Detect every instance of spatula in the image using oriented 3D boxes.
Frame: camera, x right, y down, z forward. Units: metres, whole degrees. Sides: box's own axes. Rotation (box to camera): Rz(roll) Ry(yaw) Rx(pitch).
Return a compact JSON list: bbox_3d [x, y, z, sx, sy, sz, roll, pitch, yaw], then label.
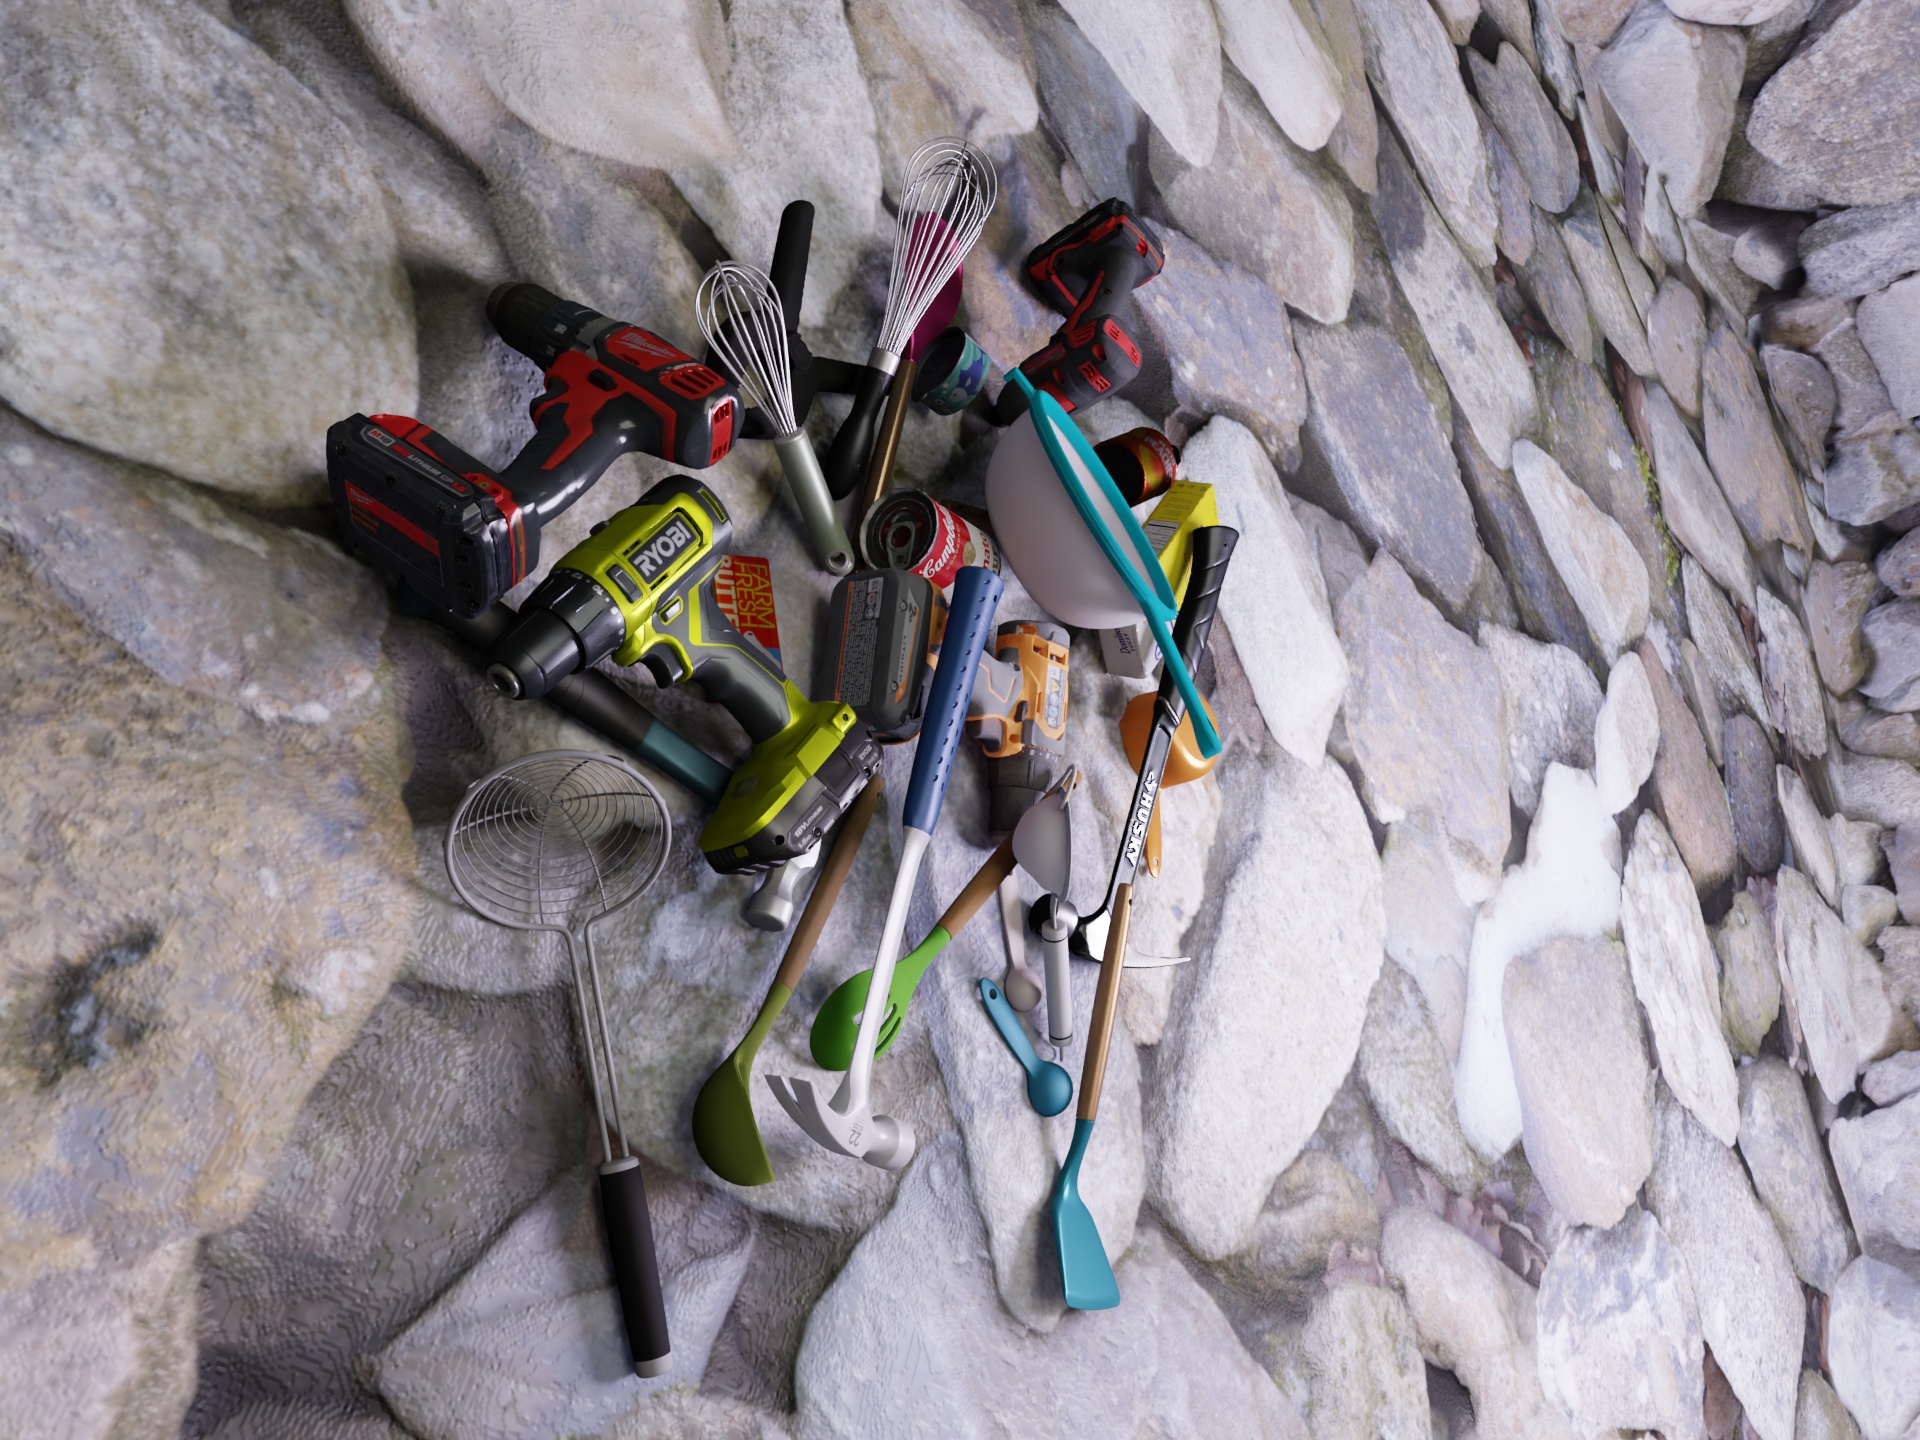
[{"bbox_3d":[0.097,-0.146,1.391,0.315,0.018,0.060,13,69,-44],"label":"spatula"},{"bbox_3d":[0.110,0.281,1.218,0.082,0.044,0.318,26,70,-50],"label":"spatula"}]

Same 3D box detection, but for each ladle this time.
[{"bbox_3d":[-0.098,0.160,1.059,0.078,0.062,0.320,85,21,-47],"label":"ladle"}]

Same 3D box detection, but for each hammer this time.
[{"bbox_3d":[-0.033,0.083,1.056,0.143,0.035,0.406,42,56,-53],"label":"hammer"},{"bbox_3d":[0.174,0.014,1.339,0.149,0.036,0.409,29,68,-29],"label":"hammer"},{"bbox_3d":[-0.213,0.001,1.007,0.330,0.033,0.128,39,53,-31],"label":"hammer"}]

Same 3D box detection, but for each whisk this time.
[{"bbox_3d":[-0.047,-0.300,1.191,0.070,0.070,0.284,18,95,-42],"label":"whisk"},{"bbox_3d":[-0.125,-0.208,1.125,0.059,0.058,0.246,-115,-176,-59],"label":"whisk"}]

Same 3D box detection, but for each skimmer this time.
[{"bbox_3d":[-0.206,0.198,0.907,0.127,0.090,0.363,-10,86,-15],"label":"skimmer"}]

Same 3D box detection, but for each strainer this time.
[{"bbox_3d":[0.068,0.150,1.184,0.087,0.050,0.258,-105,-171,-64],"label":"strainer"},{"bbox_3d":[0.101,-0.098,1.238,0.210,0.095,0.341,36,29,-56],"label":"strainer"}]

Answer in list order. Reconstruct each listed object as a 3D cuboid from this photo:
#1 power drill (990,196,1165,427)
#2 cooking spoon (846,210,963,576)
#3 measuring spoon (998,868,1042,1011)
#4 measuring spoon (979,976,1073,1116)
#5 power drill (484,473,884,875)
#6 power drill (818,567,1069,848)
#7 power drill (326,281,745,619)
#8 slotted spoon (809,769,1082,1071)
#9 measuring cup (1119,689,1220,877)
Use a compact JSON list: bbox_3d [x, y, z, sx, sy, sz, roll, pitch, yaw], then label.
[{"bbox_3d":[0.099,-0.342,1.378,0.078,0.143,0.220,41,44,-28],"label":"power drill"},{"bbox_3d":[-0.047,-0.256,1.242,0.068,0.017,0.319,30,66,-44],"label":"cooking spoon"},{"bbox_3d":[0.046,0.163,1.234,0.034,0.018,0.124,5,73,-45],"label":"measuring spoon"},{"bbox_3d":[0.052,0.246,1.208,0.042,0.021,0.128,-46,112,-44],"label":"measuring spoon"},{"bbox_3d":[-0.168,-0.016,0.981,0.228,0.080,0.191,53,48,-17],"label":"power drill"},{"bbox_3d":[-0.002,-0.004,1.198,0.226,0.084,0.185,19,72,-47],"label":"power drill"},{"bbox_3d":[-0.265,-0.177,0.945,0.188,0.080,0.227,32,50,17],"label":"power drill"},{"bbox_3d":[0.001,0.135,1.148,0.314,0.031,0.070,-47,129,-34],"label":"slotted spoon"},{"bbox_3d":[0.188,0.051,1.392,0.095,0.052,0.174,25,58,-39],"label":"measuring cup"}]
